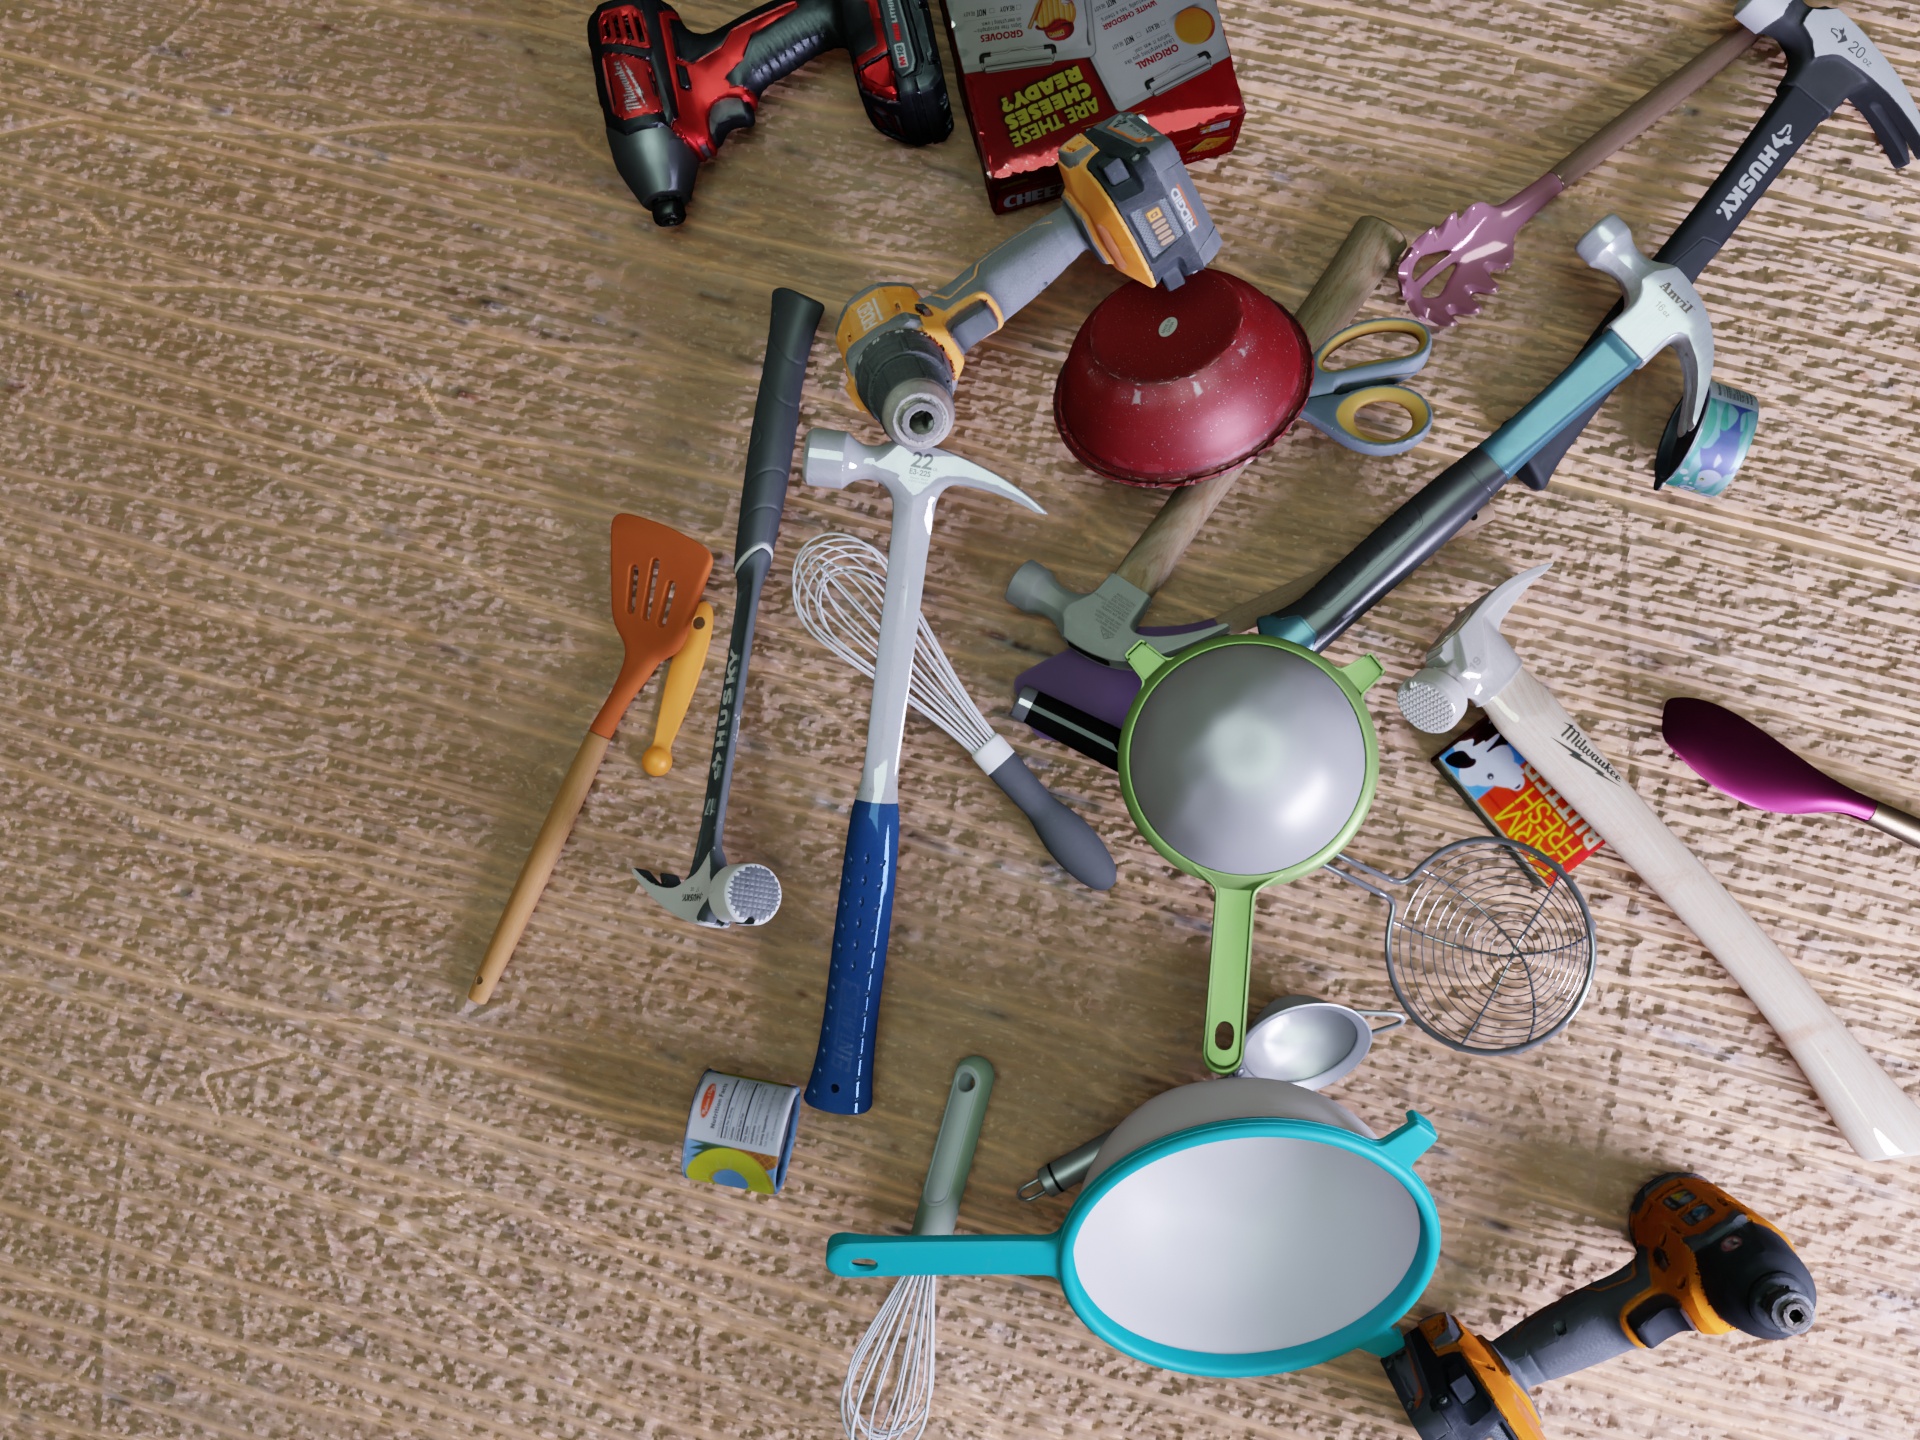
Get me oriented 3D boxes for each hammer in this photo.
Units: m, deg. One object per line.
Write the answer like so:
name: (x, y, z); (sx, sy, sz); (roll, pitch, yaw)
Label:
hammer: (-0.043, 0.038, 0.948); (0.144, 0.035, 0.405); (8, 99, 2)
hammer: (0.174, -0.174, 0.990); (0.130, 0.031, 0.331); (35, 86, 16)
hammer: (0.450, -0.282, 0.980); (0.146, 0.035, 0.335); (37, 91, -4)
hammer: (-0.131, -0.077, 0.979); (0.036, 0.149, 0.409); (15, 76, -32)
hammer: (0.433, 0.091, 0.944); (0.410, 0.038, 0.146); (48, 58, -1)
hammer: (0.307, -0.146, 0.955); (0.331, 0.033, 0.128); (-42, 82, 5)

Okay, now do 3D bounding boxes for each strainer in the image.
strainer: (0.156, 0.071, 0.898); (0.151, 0.069, 0.256); (4, 81, 12)
strainer: (0.095, 0.276, 0.917); (0.340, 0.095, 0.210); (-2, 123, 3)
strainer: (0.144, 0.226, 0.963); (0.258, 0.050, 0.086); (-31, 128, 6)

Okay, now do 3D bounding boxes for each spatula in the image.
spatula: (0.186, -0.066, 0.994); (0.316, 0.018, 0.060); (-24, 86, 3)
spatula: (-0.243, 0.029, 1.001); (0.081, 0.041, 0.322); (24, 89, 23)

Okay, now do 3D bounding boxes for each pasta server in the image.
pasta server: (0.397, -0.354, 0.993); (0.316, 0.040, 0.060); (-38, 106, -1)

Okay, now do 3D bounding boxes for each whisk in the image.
whisk: (-0.022, 0.324, 0.964); (0.058, 0.059, 0.246); (11, 81, 32)
whisk: (-0.001, -0.004, 0.983); (0.070, 0.070, 0.284); (-42, 89, 0)

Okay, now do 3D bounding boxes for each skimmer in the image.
skimmer: (0.192, 0.072, 0.942); (0.363, 0.090, 0.127); (27, 100, 4)

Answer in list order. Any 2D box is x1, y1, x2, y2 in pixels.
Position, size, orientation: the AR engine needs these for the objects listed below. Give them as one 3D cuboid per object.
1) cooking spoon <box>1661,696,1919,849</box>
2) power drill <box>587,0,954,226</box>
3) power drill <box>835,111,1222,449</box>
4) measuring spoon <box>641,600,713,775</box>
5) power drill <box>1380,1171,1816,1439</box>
cooking spoon: (0.567, 0.064, 0.951); (0.319, 0.017, 0.069); (25, 52, 1)
power drill: (-0.122, -0.404, 1.012); (0.219, 0.078, 0.143); (-12, 85, 5)
power drill: (0.032, -0.245, 0.914); (0.226, 0.186, 0.084); (-31, 120, 9)
measuring spoon: (-0.180, -0.021, 1.016); (0.021, 0.011, 0.117); (16, 87, 5)
power drill: (0.357, 0.344, 0.880); (0.226, 0.164, 0.084); (-34, 86, 2)
